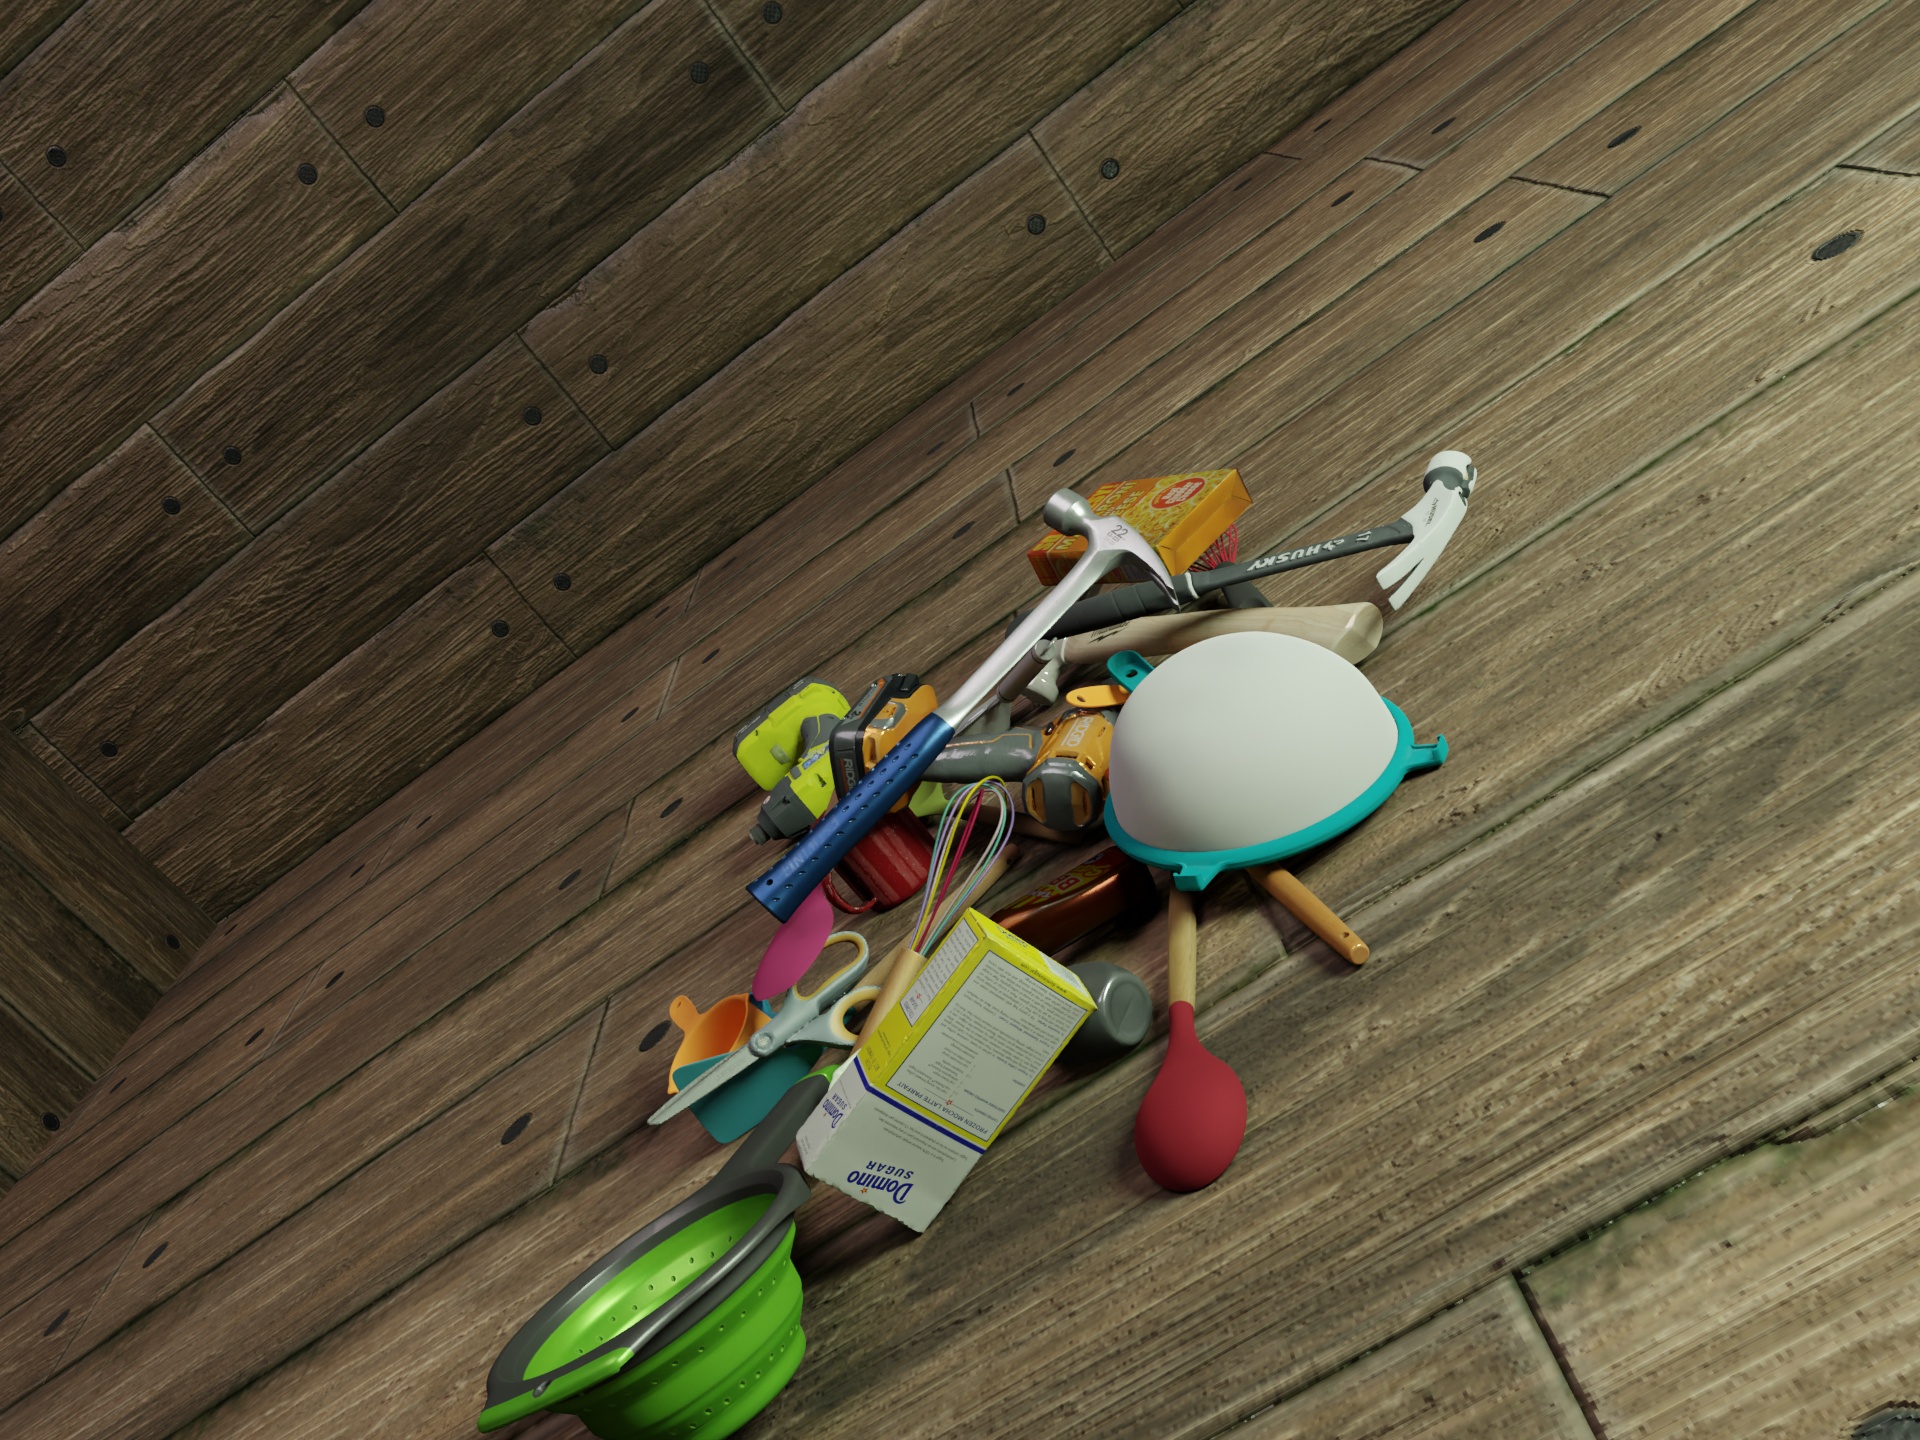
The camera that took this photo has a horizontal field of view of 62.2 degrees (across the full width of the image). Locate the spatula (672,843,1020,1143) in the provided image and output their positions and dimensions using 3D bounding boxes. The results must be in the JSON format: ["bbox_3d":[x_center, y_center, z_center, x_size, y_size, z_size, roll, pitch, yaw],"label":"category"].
[{"bbox_3d":[-0.072,0.195,1.207,0.317,0.082,0.044,-41,32,-23],"label":"spatula"}]

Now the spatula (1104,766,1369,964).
[{"bbox_3d":[0.181,0.078,1.027,0.081,0.041,0.323,-26,20,-5],"label":"spatula"}]

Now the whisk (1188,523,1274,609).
[{"bbox_3d":[0.230,-0.138,1.407,0.073,0.073,0.296,-35,26,11],"label":"whisk"}]

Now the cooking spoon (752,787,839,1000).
[{"bbox_3d":[-0.111,0.109,1.266,0.069,0.017,0.319,-28,24,24],"label":"cooking spoon"}]

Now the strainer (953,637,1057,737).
[{"bbox_3d":[0.040,-0.020,1.407,0.087,0.050,0.258,-42,-3,-25],"label":"strainer"}]

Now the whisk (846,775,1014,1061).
[{"bbox_3d":[-0.026,0.148,1.153,0.245,0.051,0.047,-63,-10,-15],"label":"whisk"}]

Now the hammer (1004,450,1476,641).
[{"bbox_3d":[0.197,-0.106,1.251,0.409,0.036,0.149,-13,33,41],"label":"hammer"}]

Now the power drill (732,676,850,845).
[{"bbox_3d":[-0.165,0.043,1.674,0.171,0.080,0.223,-39,22,-3],"label":"power drill"}]

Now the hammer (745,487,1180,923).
[{"bbox_3d":[-0.002,-0.004,1.200,0.405,0.035,0.144,-46,57,-11],"label":"hammer"}]

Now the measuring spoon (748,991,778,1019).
[{"bbox_3d":[-0.139,0.246,1.268,0.129,0.021,0.042,1,64,48],"label":"measuring spoon"}]

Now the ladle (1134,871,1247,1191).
[{"bbox_3d":[0.135,0.159,0.957,0.069,0.031,0.316,-30,19,20],"label":"ladle"}]

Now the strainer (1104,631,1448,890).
[{"bbox_3d":[0.164,-0.020,1.103,0.211,0.095,0.341,-27,26,-7],"label":"strainer"}]

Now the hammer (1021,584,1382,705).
[{"bbox_3d":[0.193,-0.081,1.317,0.411,0.038,0.146,2,63,59],"label":"hammer"}]

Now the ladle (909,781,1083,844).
[{"bbox_3d":[0.005,0.069,1.344,0.078,0.062,0.320,-40,21,-21],"label":"ladle"}]

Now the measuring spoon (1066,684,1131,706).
[{"bbox_3d":[0.126,-0.018,1.260,0.117,0.021,0.011,-5,-42,-38],"label":"measuring spoon"}]

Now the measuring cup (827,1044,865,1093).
[{"bbox_3d":[-0.026,0.221,1.095,0.083,0.038,0.168,-20,18,40],"label":"measuring cup"}]

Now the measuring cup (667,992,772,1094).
[{"bbox_3d":[-0.192,0.258,1.263,0.095,0.052,0.174,-52,21,-10],"label":"measuring cup"}]

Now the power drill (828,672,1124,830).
[{"bbox_3d":[0.030,0.013,1.286,0.226,0.084,0.185,4,30,21],"label":"power drill"}]

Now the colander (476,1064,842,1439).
[{"bbox_3d":[-0.133,0.332,0.981,0.204,0.094,0.397,-31,3,21],"label":"colander"}]
